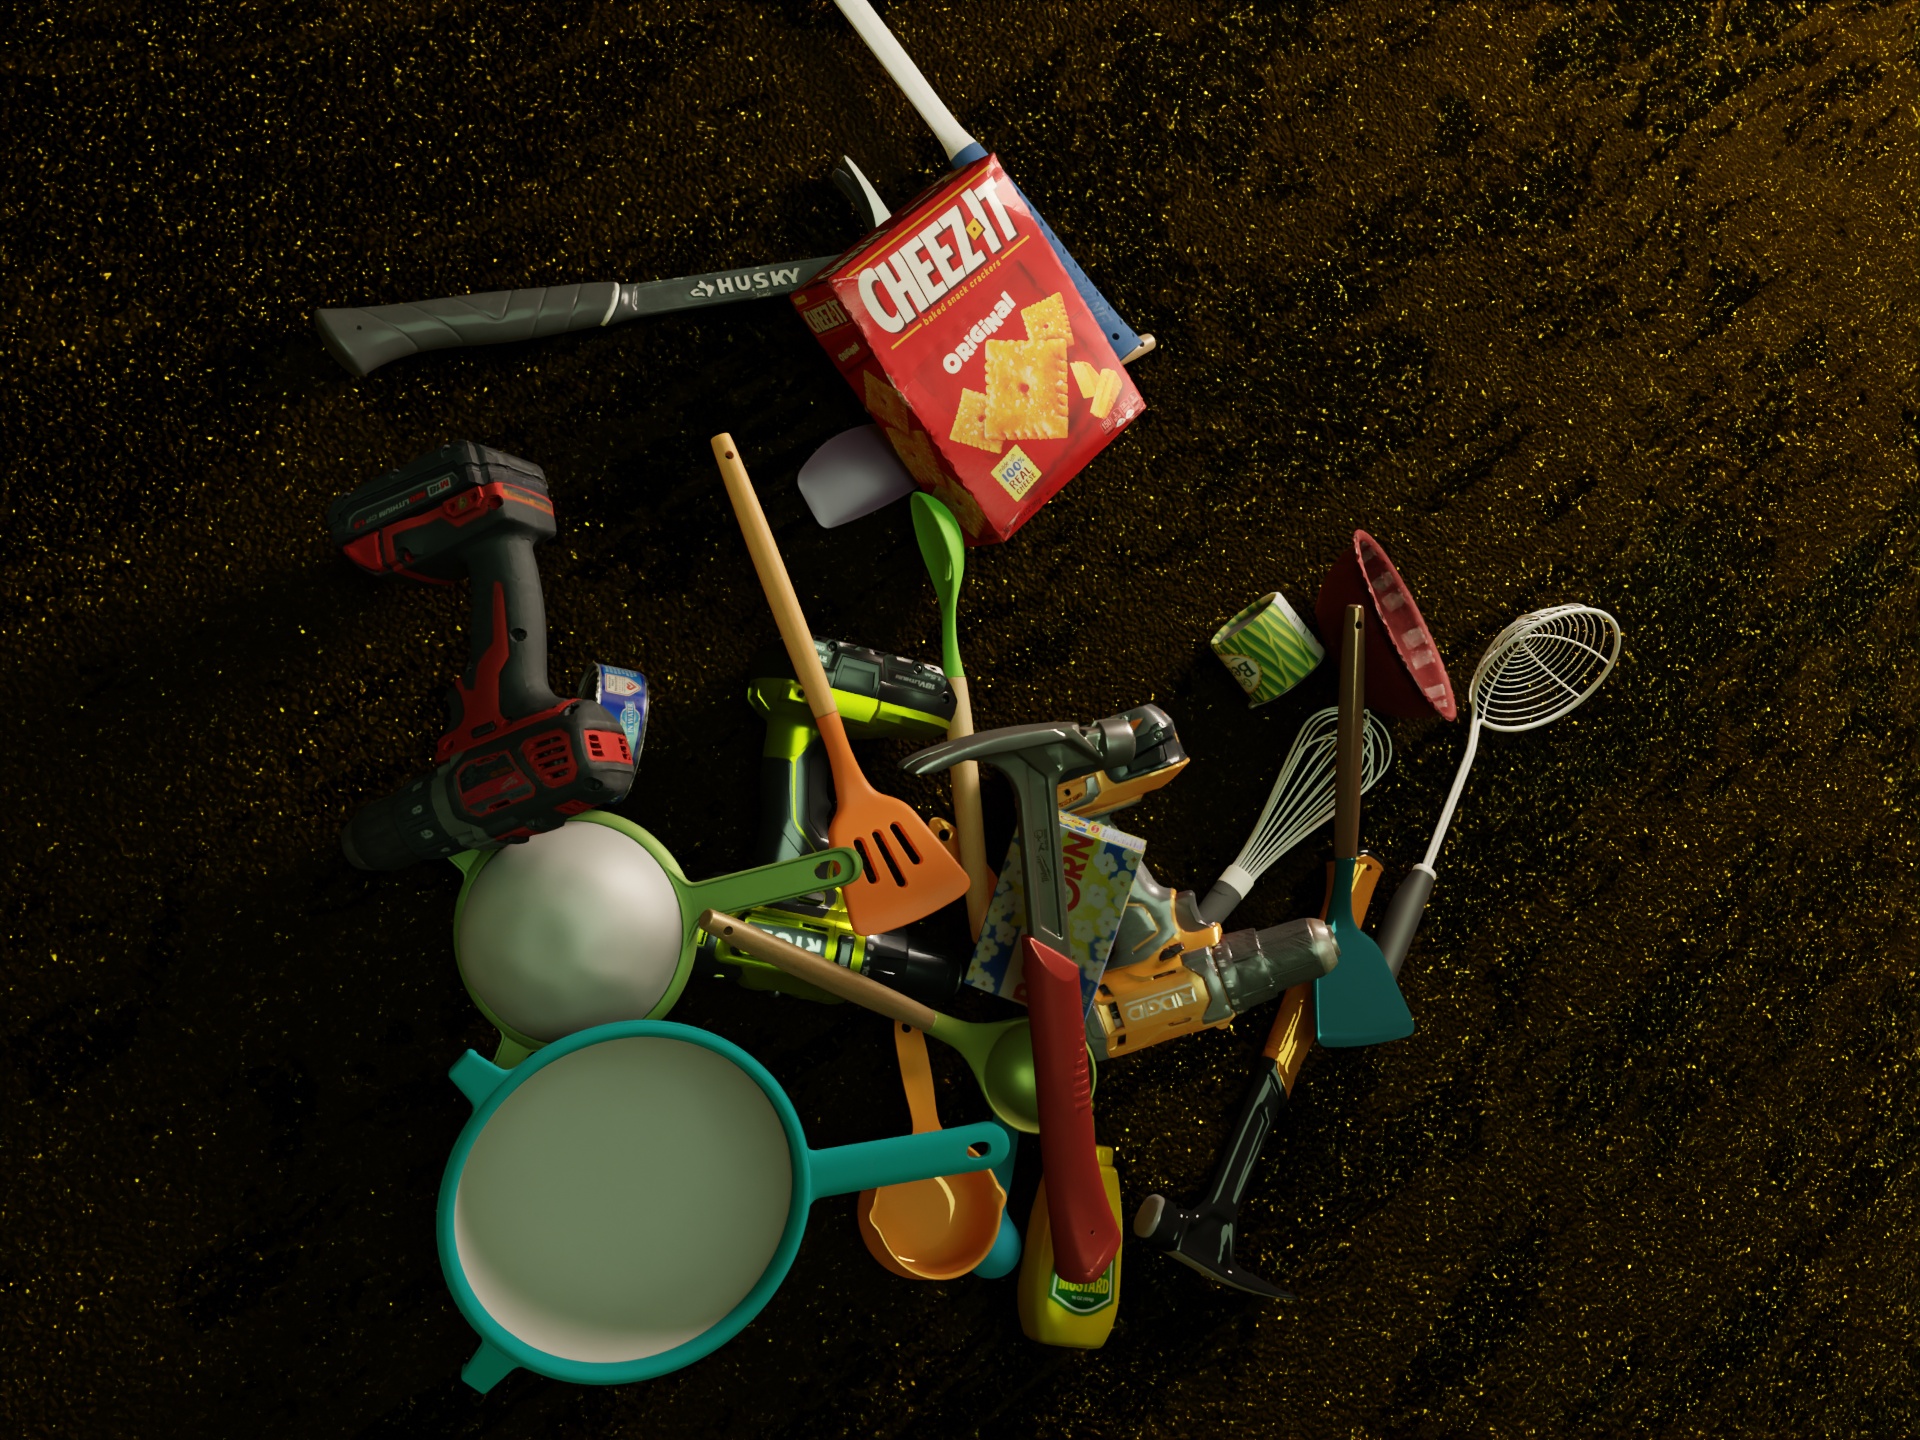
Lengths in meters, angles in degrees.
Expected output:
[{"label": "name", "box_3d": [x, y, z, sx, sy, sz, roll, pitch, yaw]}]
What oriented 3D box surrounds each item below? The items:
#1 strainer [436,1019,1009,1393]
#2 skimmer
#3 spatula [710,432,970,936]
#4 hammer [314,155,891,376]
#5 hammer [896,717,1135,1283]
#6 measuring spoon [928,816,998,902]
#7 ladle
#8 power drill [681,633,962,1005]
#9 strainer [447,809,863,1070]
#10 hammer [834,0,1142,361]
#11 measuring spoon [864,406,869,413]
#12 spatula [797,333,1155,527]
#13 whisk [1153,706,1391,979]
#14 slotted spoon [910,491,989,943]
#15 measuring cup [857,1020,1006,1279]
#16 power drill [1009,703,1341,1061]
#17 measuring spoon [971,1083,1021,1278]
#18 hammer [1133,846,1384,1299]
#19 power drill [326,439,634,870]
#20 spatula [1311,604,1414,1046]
[{"label": "strainer", "box_3d": [-0.142, 0.268, 0.966, 0.340, 0.095, 0.211, -3, 95, -22]}, {"label": "skimmer", "box_3d": [0.409, 0.071, 1.236, 0.127, 0.090, 0.363, 44, 67, -44]}, {"label": "spatula", "box_3d": [-0.089, -0.027, 0.986, 0.081, 0.041, 0.322, -22, 92, -18]}, {"label": "hammer", "box_3d": [-0.217, -0.288, 1.069, 0.409, 0.036, 0.149, -15, 86, -24]}, {"label": "hammer", "box_3d": [0.051, 0.181, 0.993, 0.149, 0.037, 0.359, -9, 100, -22]}, {"label": "measuring spoon", "box_3d": [0.016, 0.114, 1.112, 0.021, 0.011, 0.117, -41, 94, -21]}, {"label": "ladle", "box_3d": [-0.032, 0.184, 0.994, 0.319, 0.062, 0.078, 33, 83, -37]}, {"label": "power drill", "box_3d": [-0.076, 0.072, 1.044, 0.190, 0.080, 0.228, 14, 79, -19]}, {"label": "strainer", "box_3d": [-0.185, 0.115, 0.938, 0.256, 0.069, 0.151, -14, 87, 3]}, {"label": "hammer", "box_3d": [0.000, -0.431, 1.172, 0.144, 0.035, 0.405, -39, 94, -23]}, {"label": "measuring spoon", "box_3d": [-0.018, -0.250, 1.159, 0.124, 0.018, 0.034, -28, 97, -17]}, {"label": "spatula", "box_3d": [0.019, -0.224, 1.165, 0.316, 0.018, 0.060, -28, 92, -23]}, {"label": "whisk", "box_3d": [0.222, 0.095, 1.177, 0.070, 0.070, 0.284, 45, 73, -10]}, {"label": "slotted spoon", "box_3d": [-0.002, -0.004, 1.098, 0.031, 0.070, 0.314, -6, 87, -14]}, {"label": "measuring cup", "box_3d": [-0.031, 0.278, 1.045, 0.095, 0.052, 0.174, -2, 69, -25]}, {"label": "power drill", "box_3d": [0.142, 0.103, 1.091, 0.185, 0.084, 0.226, -19, 88, 10]}, {"label": "measuring spoon", "box_3d": [0.029, 0.311, 1.075, 0.042, 0.021, 0.129, 12, 76, -20]}, {"label": "hammer", "box_3d": [0.245, 0.247, 1.169, 0.127, 0.034, 0.337, 32, 71, -14]}, {"label": "power drill", "box_3d": [-0.302, -0.030, 0.940, 0.188, 0.080, 0.227, -20, 79, 18]}, {"label": "spatula", "box_3d": [0.287, 0.075, 1.152, 0.082, 0.044, 0.317, -3, 98, -18]}]
